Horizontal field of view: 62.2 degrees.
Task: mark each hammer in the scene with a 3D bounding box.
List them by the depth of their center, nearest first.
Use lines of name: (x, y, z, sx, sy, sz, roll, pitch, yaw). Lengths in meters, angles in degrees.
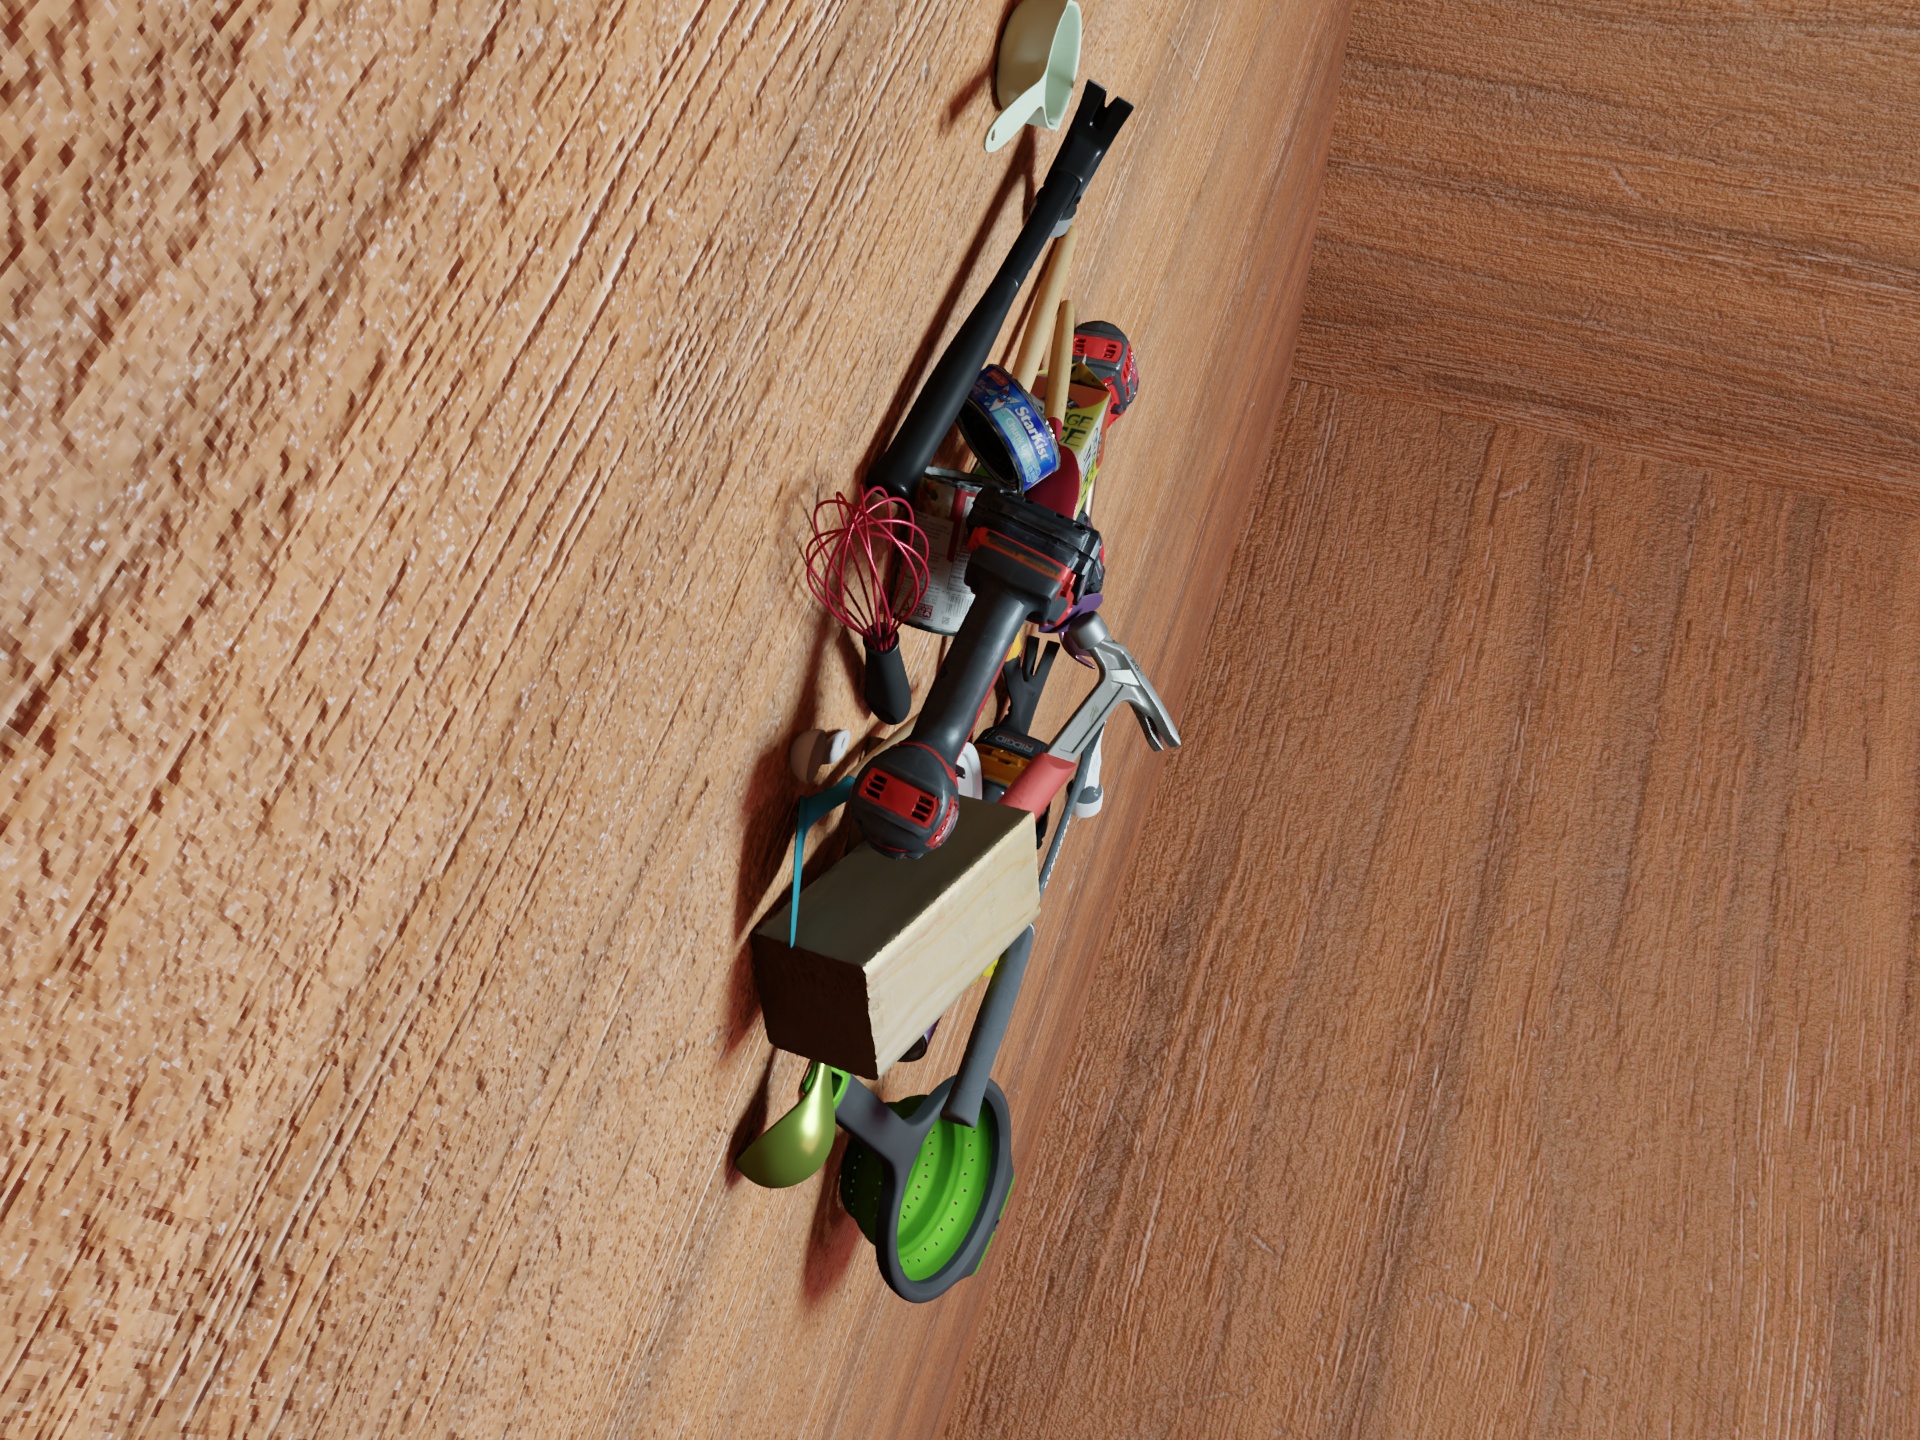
hammer: (0.023, -0.269, 1.022, 0.335, 0.035, 0.146, -63, -175, -27)
hammer: (0.066, 0.062, 1.305, 0.149, 0.037, 0.359, 56, 46, -17)
hammer: (0.060, 0.167, 1.363, 0.149, 0.036, 0.409, 91, 18, -49)
hammer: (0.043, -0.077, 1.409, 0.336, 0.034, 0.127, 71, 38, -69)

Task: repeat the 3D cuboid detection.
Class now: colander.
colander: (-0.072, 0.367, 1.379, 0.205, 0.094, 0.396, -64, 147, -23)

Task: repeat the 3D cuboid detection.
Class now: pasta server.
pasta server: (0.127, -0.208, 1.525, 0.060, 0.040, 0.316, -107, -157, -81)

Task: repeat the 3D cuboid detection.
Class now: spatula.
spatula: (-0.053, 0.039, 1.075, 0.317, 0.044, 0.082, -43, 144, -56)
spatula: (0.060, -0.090, 1.321, 0.060, 0.018, 0.316, -38, 169, 19)

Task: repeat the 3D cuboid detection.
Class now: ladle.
ladle: (-0.098, 0.167, 1.113, 0.078, 0.062, 0.320, 30, 69, -74)
ladle: (0.074, -0.240, 1.211, 0.069, 0.031, 0.316, -54, -161, 40)

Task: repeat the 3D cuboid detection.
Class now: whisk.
whisk: (-0.050, -0.059, 0.978, 0.295, 0.073, 0.073, 88, 21, -68)

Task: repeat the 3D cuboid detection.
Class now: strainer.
strainer: (-0.002, -0.004, 1.274, 0.087, 0.050, 0.258, -40, 136, -65)

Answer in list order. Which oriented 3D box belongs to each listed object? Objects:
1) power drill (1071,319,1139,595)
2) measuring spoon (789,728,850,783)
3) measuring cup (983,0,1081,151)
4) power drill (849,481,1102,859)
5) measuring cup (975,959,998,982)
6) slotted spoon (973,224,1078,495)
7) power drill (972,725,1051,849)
power drill: (0.108, -0.230, 1.416, 0.143, 0.078, 0.220, 37, 66, -77)
measuring spoon: (-0.089, 0.017, 1.010, 0.124, 0.018, 0.034, -30, 134, -82)
measuring cup: (0.032, -0.388, 0.974, 0.083, 0.038, 0.168, 94, 19, -44)
power drill: (0.003, -0.017, 0.993, 0.227, 0.080, 0.188, -64, 175, -5)
measuring cup: (0.021, 0.206, 1.359, 0.062, 0.029, 0.156, -65, 159, -9)
slotted spoon: (0.048, -0.255, 1.189, 0.031, 0.070, 0.314, 40, 55, -38)
power drill: (0.006, 0.132, 1.408, 0.164, 0.084, 0.227, 93, 22, -45)
